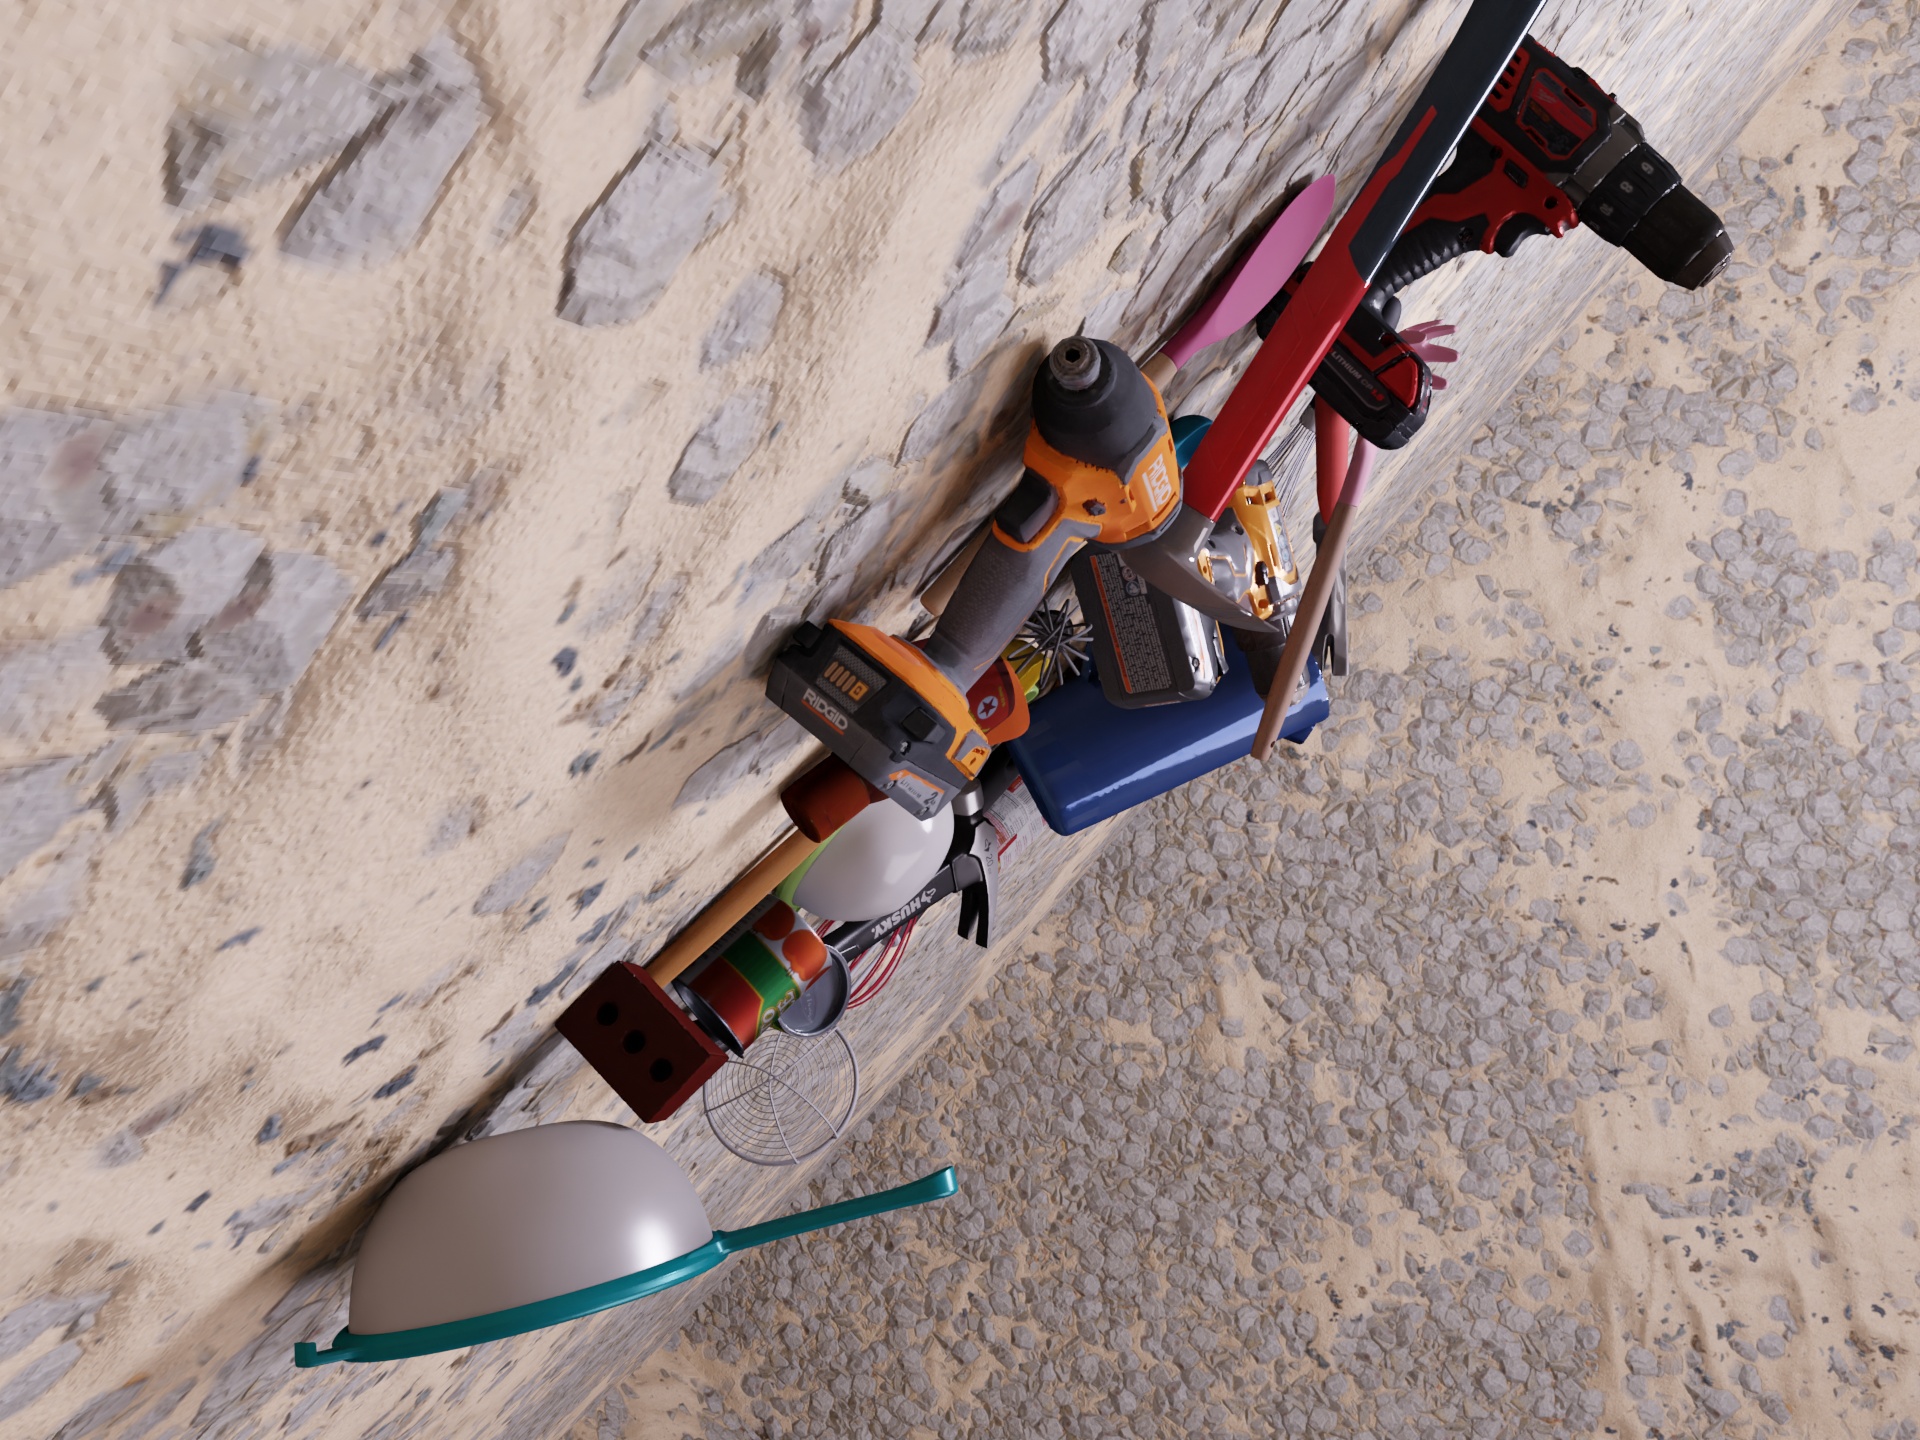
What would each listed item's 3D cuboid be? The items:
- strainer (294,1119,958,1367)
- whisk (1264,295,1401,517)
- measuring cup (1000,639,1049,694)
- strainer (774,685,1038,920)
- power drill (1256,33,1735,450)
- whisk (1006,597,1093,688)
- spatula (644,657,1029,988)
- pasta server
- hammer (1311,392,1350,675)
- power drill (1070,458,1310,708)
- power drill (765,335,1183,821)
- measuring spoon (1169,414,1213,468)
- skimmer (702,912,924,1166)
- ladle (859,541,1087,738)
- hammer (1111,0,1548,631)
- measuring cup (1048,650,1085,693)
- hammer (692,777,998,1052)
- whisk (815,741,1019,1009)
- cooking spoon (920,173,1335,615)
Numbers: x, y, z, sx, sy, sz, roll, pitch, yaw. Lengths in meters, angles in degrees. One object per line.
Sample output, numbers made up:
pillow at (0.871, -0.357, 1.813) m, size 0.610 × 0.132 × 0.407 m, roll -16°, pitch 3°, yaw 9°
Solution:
strainer at (-0.176, 0.257, 0.870) m, size 0.340 × 0.095 × 0.211 m, roll -14°, pitch 170°, yaw 0°
whisk at (0.267, -0.216, 1.277) m, size 0.070 × 0.070 × 0.284 m, roll -30°, pitch 154°, yaw -57°
measuring cup at (-0.002, -0.003, 1.065) m, size 0.156 × 0.029 × 0.062 m, roll -38°, pitch 166°, yaw -29°
strainer at (-0.017, 0.062, 1.118) m, size 0.256 × 0.069 × 0.151 m, roll -40°, pitch 167°, yaw -28°
power drill at (0.308, -0.262, 0.931) m, size 0.226 × 0.188 × 0.080 m, roll -47°, pitch 169°, yaw 19°
whisk at (0.058, -0.052, 1.007) m, size 0.055 × 0.055 × 0.239 m, roll -49°, pitch 180°, yaw 7°
spatula at (-0.088, 0.076, 0.974) m, size 0.322 × 0.041 × 0.080 m, roll -43°, pitch 144°, yaw -15°
pasta server at (0.260, -0.119, 1.080) m, size 0.060 × 0.040 × 0.316 m, roll 5°, pitch 106°, yaw -49°
hammer at (0.271, -0.177, 1.162) m, size 0.358 × 0.037 × 0.149 m, roll 67°, pitch 28°, yaw -61°
power drill at (0.177, -0.074, 1.116) m, size 0.084 × 0.185 × 0.226 m, roll -8°, pitch -166°, yaw 36°
power drill at (0.014, -0.072, 0.740) m, size 0.226 × 0.084 × 0.164 m, roll -51°, pitch 160°, yaw -3°
measuring spoon at (0.110, -0.166, 0.962) m, size 0.128 × 0.021 × 0.042 m, roll -21°, pitch 154°, yaw -47°
skimmer at (-0.096, 0.243, 1.397) m, size 0.363 × 0.127 × 0.090 m, roll -46°, pitch 156°, yaw -58°
ladle at (0.033, -0.080, 0.924) m, size 0.315 × 0.031 × 0.069 m, roll -41°, pitch -174°, yaw -38°
hammer at (0.205, -0.228, 0.789) m, size 0.038 × 0.143 × 0.386 m, roll 23°, pitch 104°, yaw -36°
measuring cup at (0.143, -0.055, 1.355) m, size 0.173 × 0.052 × 0.095 m, roll -50°, pitch 169°, yaw 22°
hammer at (-0.093, 0.178, 1.205) m, size 0.335 × 0.035 × 0.146 m, roll -32°, pitch 125°, yaw -36°
whisk at (-0.036, 0.126, 1.314) m, size 0.296 × 0.073 × 0.073 m, roll -51°, pitch 170°, yaw -13°
cooking spoon at (0.092, -0.173, 0.844) m, size 0.319 × 0.017 × 0.068 m, roll -47°, pitch 161°, yaw -6°
